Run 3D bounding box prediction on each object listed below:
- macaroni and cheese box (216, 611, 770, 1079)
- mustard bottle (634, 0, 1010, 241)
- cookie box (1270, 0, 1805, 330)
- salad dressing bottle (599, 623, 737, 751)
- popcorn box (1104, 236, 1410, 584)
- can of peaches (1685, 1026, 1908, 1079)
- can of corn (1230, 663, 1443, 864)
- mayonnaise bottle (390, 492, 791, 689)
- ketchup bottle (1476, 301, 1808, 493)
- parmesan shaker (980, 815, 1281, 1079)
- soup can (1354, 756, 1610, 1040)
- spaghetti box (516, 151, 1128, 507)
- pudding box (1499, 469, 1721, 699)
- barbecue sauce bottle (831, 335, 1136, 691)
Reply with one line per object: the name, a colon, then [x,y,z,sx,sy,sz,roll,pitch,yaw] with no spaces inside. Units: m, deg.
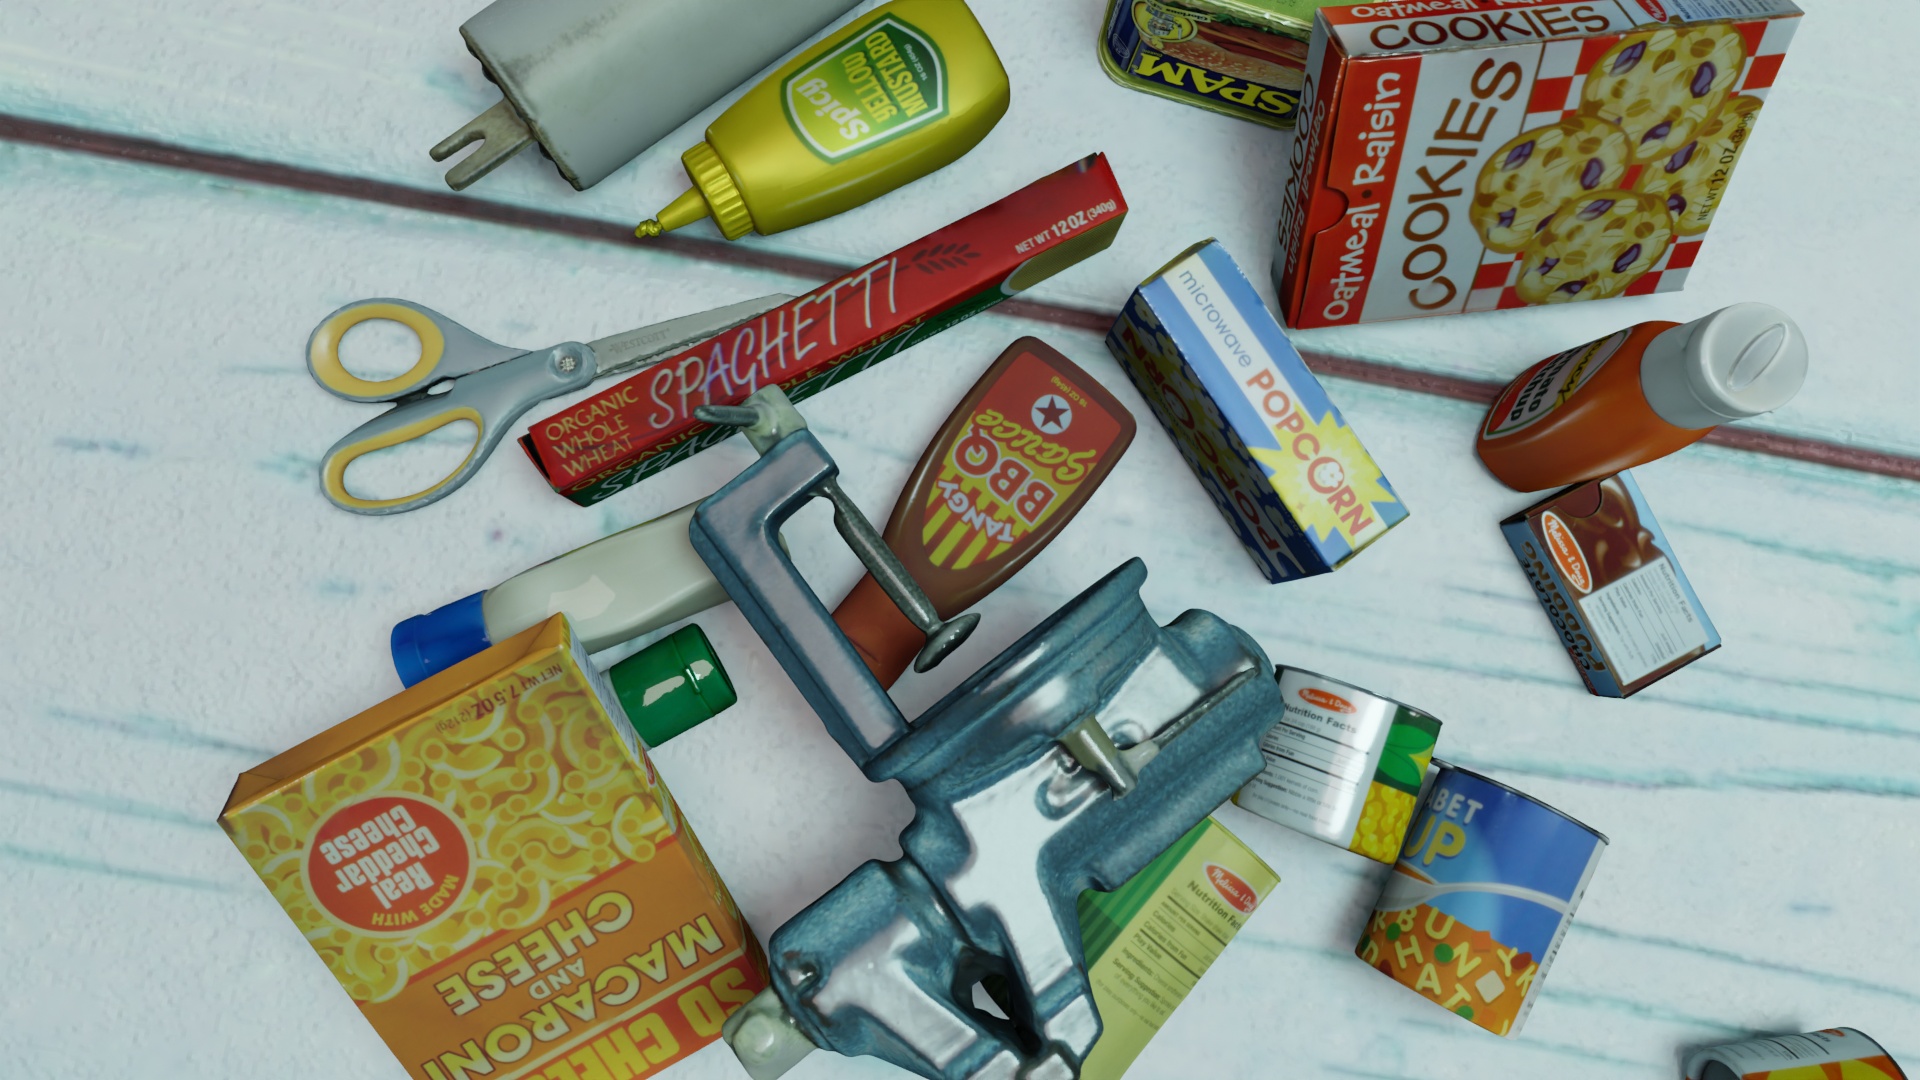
macaroni and cheese box: [-0.158,0.127,0.500,0.124,0.040,0.166,-27,111,-7]
mustard bottle: [-0.059,-0.160,0.559,0.160,0.048,0.065,-31,86,-5]
cookie box: [0.212,-0.147,0.535,0.168,0.122,0.040,-6,48,-3]
salad dressing bottle: [-0.159,0.082,0.535,0.148,0.044,0.064,-28,95,-6]
popcorn box: [0.110,-0.047,0.538,0.038,0.085,0.126,-34,87,-6]
can of peaches: [0.324,0.227,0.532,0.058,0.071,0.071,-7,85,-3]
can of corn: [0.146,0.087,0.539,0.071,0.071,0.058,21,85,-1]
mayonnaise bottle: [-0.141,0.022,0.533,0.148,0.065,0.041,-21,87,-1]
ketchup bottle: [0.249,-0.053,0.514,0.043,0.148,0.065,42,85,0]
parmesan shaker: [0.061,0.145,0.527,0.071,0.071,0.103,41,85,1]
soup can: [0.197,0.137,0.536,0.071,0.071,0.084,28,85,0]
spaghetti box: [-0.051,-0.082,0.552,0.250,0.050,0.028,-27,86,-5]
pudding box: [0.266,0.017,0.568,0.050,0.030,0.083,-27,87,-4]
barbecue sauce bottle: [0.002,-0.007,0.550,0.065,0.043,0.148,39,85,0]
